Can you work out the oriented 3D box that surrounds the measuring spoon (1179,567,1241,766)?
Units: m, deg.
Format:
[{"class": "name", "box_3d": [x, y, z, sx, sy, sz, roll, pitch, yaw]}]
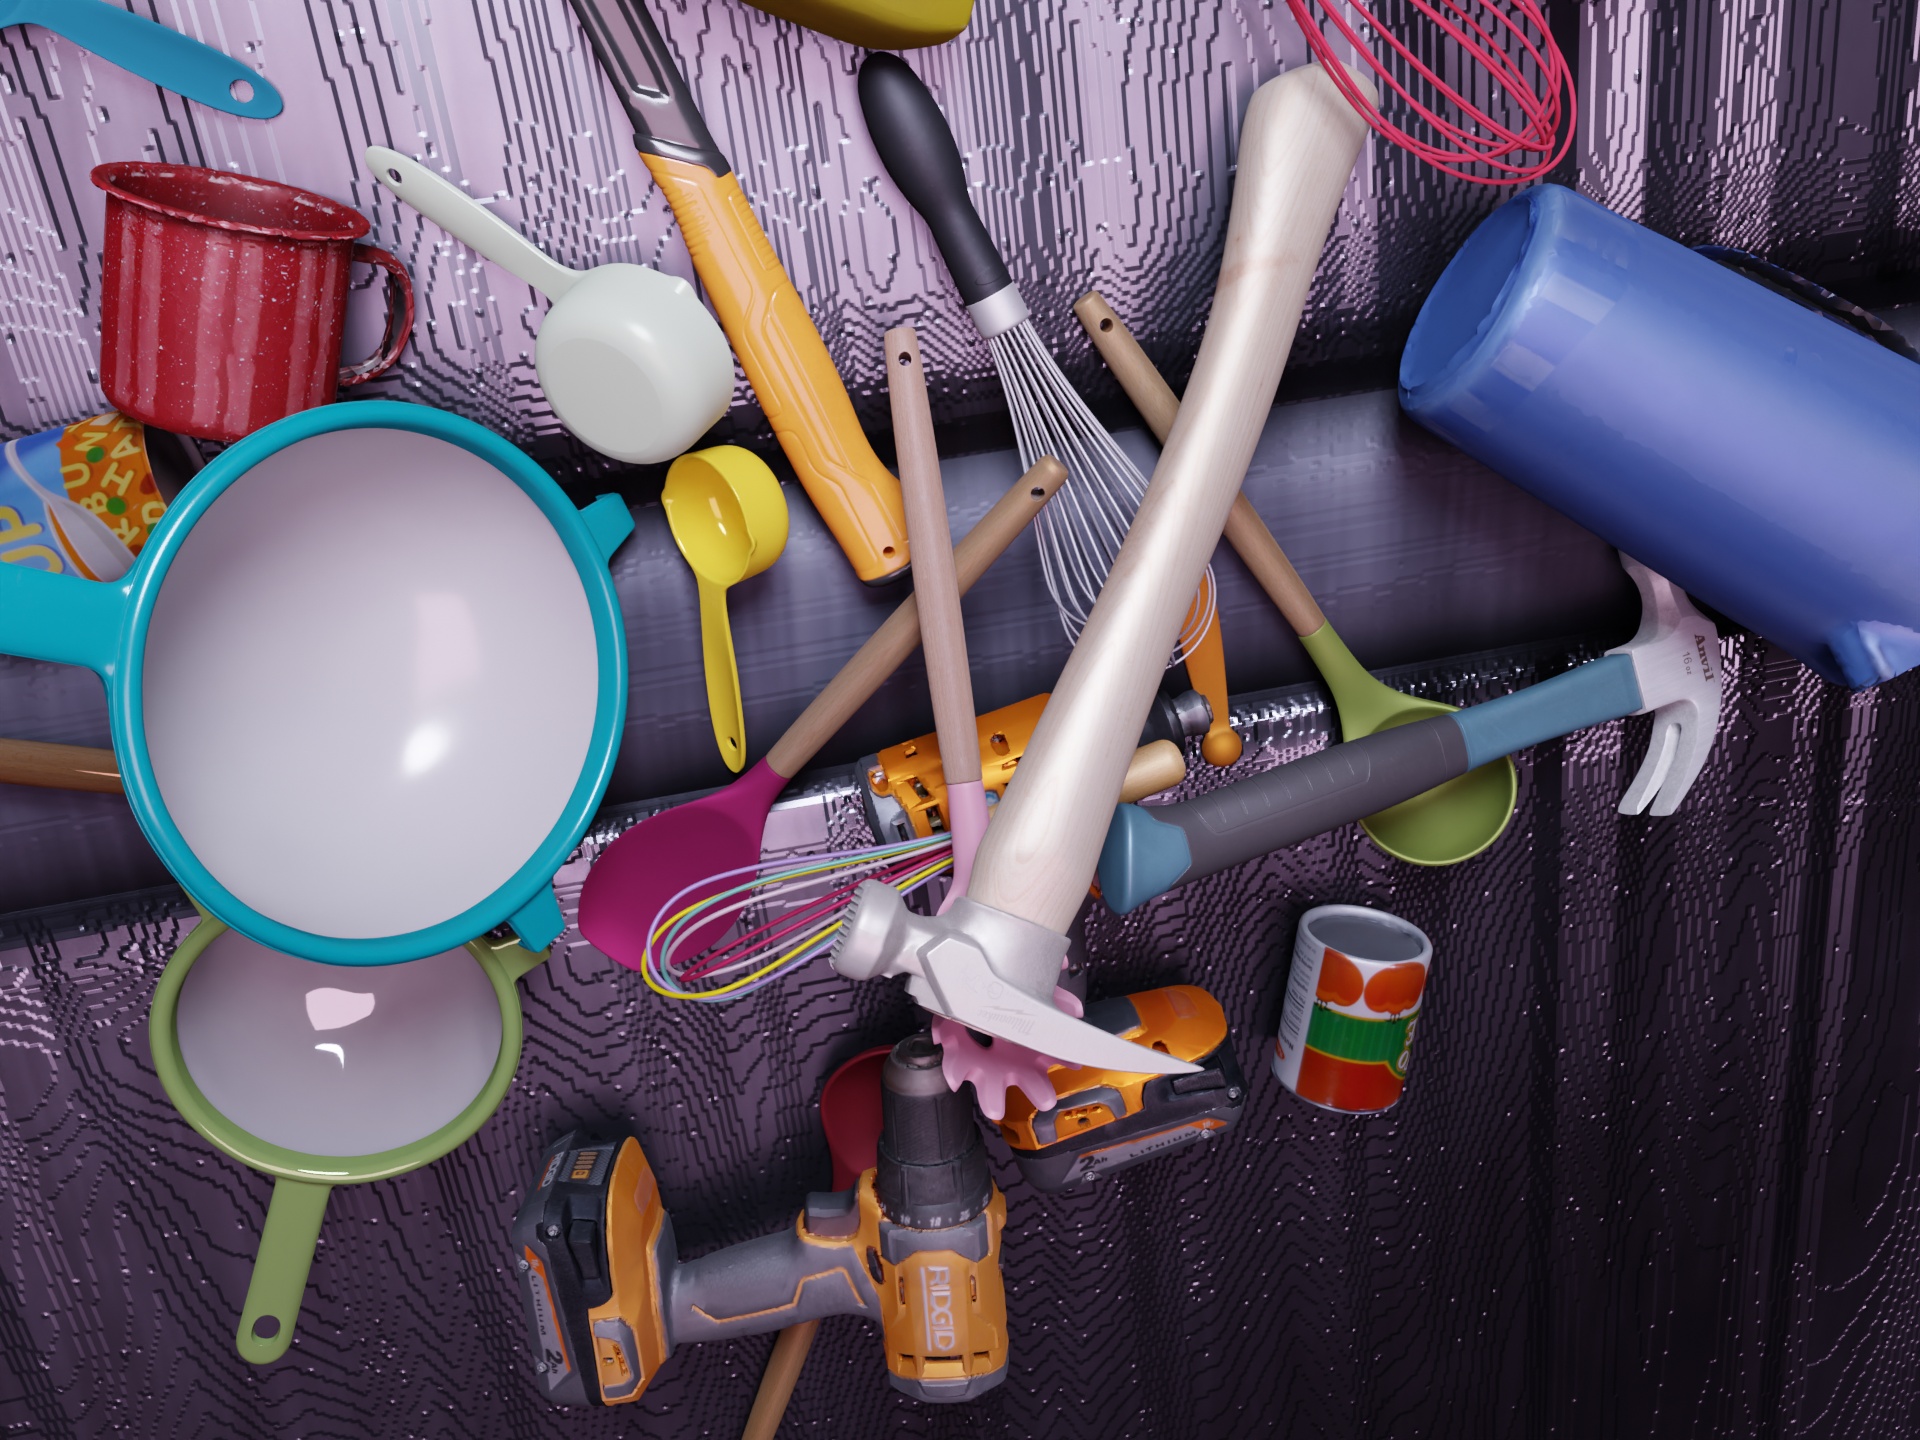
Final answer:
[{"class": "measuring spoon", "box_3d": [0.115, -0.029, 0.746, 0.021, 0.011, 0.116, -16, 113, -4]}]

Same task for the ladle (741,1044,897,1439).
[{"class": "ladle", "box_3d": [-0.074, 0.295, 0.831, 0.069, 0.031, 0.315, 18, 109, -6]}]

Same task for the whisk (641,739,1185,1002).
[{"class": "whisk", "box_3d": [-0.018, 0.064, 0.672, 0.245, 0.047, 0.051, -21, 103, -5]}]

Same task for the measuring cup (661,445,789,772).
[{"class": "measuring cup", "box_3d": [-0.096, -0.046, 0.692, 0.029, 0.062, 0.156, -29, 134, -36]}]

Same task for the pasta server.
[{"class": "pasta server", "box_3d": [-0.001, -0.002, 0.638, 0.060, 0.040, 0.316, -8, 90, -8]}]

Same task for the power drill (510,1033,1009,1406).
[{"class": "power drill", "box_3d": [-0.091, 0.239, 0.759, 0.226, 0.084, 0.185, -3, 110, 2]}]

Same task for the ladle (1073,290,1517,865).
[{"class": "ladle", "box_3d": [0.150, -0.060, 0.718, 0.078, 0.062, 0.320, -39, 110, -1]}]

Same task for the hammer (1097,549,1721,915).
[{"class": "hammer", "box_3d": [0.207, 0.013, 0.704, 0.331, 0.033, 0.128, -17, 94, -20]}]

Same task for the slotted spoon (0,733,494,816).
[{"class": "slotted spoon", "box_3d": [-0.345, 0.026, 0.680, 0.313, 0.031, 0.070, 7, 102, -11]}]

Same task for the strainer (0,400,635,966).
[{"class": "strainer", "box_3d": [-0.280, -0.026, 0.573, 0.340, 0.095, 0.211, 14, 83, -50]}]

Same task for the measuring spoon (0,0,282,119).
[{"class": "measuring spoon", "box_3d": [-0.315, -0.255, 0.585, 0.128, 0.021, 0.042, 20, 106, -26]}]

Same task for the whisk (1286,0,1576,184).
[{"class": "whisk", "box_3d": [0.117, -0.306, 0.598, 0.295, 0.073, 0.073, 37, 101, -7]}]

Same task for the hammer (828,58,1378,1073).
[{"class": "hammer", "box_3d": [0.092, -0.068, 0.627, 0.146, 0.038, 0.411, 23, 82, -6]}]

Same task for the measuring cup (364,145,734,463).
[{"class": "measuring cup", "box_3d": [-0.167, -0.162, 0.618, 0.167, 0.038, 0.083, 35, 139, -10]}]

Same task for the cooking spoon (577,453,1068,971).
[{"class": "cooking spoon", "box_3d": [-0.064, 0.003, 0.698, 0.068, 0.017, 0.319, 39, 111, -15]}]

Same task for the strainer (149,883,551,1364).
[{"class": "strainer", "box_3d": [-0.288, 0.172, 0.723, 0.151, 0.069, 0.256, 15, 108, -17]}]

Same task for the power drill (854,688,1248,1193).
[{"class": "power drill", "box_3d": [0.062, 0.094, 0.749, 0.164, 0.084, 0.226, -20, 109, -2]}]

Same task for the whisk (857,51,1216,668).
[{"class": "whisk", "box_3d": [0.031, -0.143, 0.667, 0.070, 0.070, 0.284, -28, 108, 1]}]

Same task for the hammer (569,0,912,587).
[{"class": "hammer", "box_3d": [-0.106, -0.197, 0.630, 0.127, 0.034, 0.336, -28, 113, 1]}]
